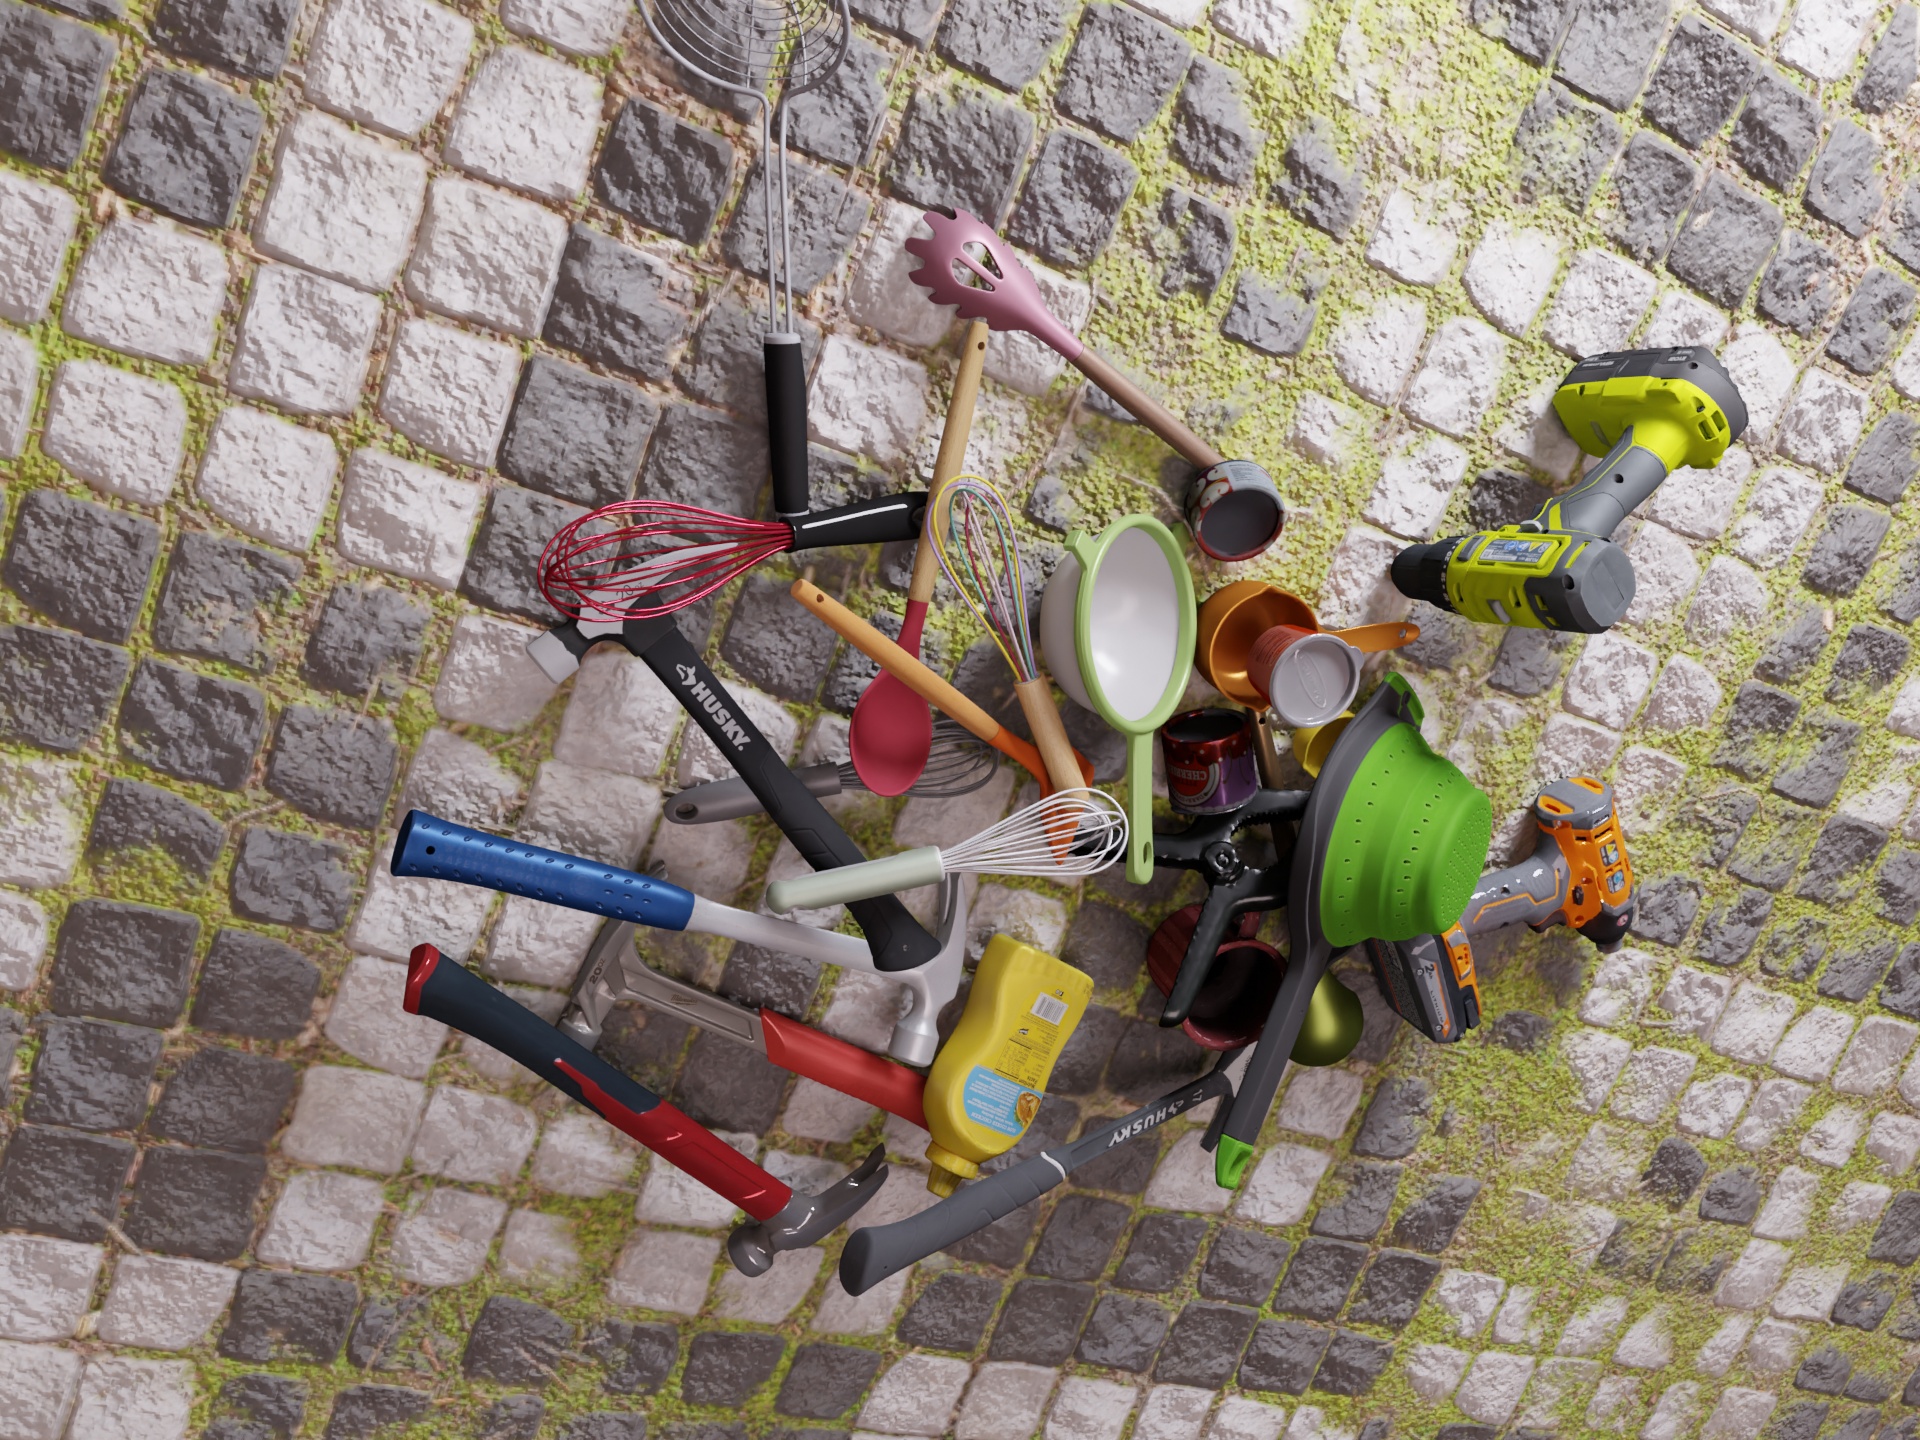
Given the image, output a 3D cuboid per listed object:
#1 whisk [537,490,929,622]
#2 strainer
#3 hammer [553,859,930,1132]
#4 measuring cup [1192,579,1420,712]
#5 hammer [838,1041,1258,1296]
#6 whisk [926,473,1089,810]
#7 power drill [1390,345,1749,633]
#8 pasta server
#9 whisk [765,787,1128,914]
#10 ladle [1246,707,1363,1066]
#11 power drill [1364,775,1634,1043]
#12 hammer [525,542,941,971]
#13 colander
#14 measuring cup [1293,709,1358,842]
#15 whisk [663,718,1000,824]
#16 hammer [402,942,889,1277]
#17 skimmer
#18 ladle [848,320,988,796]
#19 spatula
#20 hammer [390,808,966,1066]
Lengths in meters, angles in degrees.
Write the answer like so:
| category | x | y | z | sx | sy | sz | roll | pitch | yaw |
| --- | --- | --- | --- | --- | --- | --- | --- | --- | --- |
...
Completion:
| category | x | y | z | sx | sy | sz | roll | pitch | yaw |
| --- | --- | --- | --- | --- | --- | --- | --- | --- | --- |
| whisk | -0.126 | -0.112 | 0.992 | 0.295 | 0.073 | 0.073 | -15 | 114 | -35 |
| strainer | 0.102 | -0.014 | 1.108 | 0.151 | 0.069 | 0.256 | -13 | 104 | -52 |
| hammer | -0.107 | 0.236 | 1.167 | 0.358 | 0.037 | 0.149 | 28 | 98 | -24 |
| measuring cup | 0.250 | -0.063 | 1.169 | 0.173 | 0.052 | 0.095 | -7 | 110 | -18 |
| hammer | 0.082 | 0.328 | 1.184 | 0.409 | 0.036 | 0.149 | -15 | 119 | -37 |
| whisk | 0.041 | -0.049 | 1.050 | 0.047 | 0.051 | 0.244 | -42 | 119 | -42 |
| power drill | 0.429 | -0.159 | 1.136 | 0.228 | 0.191 | 0.080 | -48 | 116 | -13 |
| pasta server | 0.094 | -0.234 | 1.074 | 0.316 | 0.040 | 0.060 | 32 | 97 | -29 |
| whisk | -0.007 | 0.092 | 1.049 | 0.246 | 0.057 | 0.059 | -11 | 76 | -10 |
| ladle | 0.259 | 0.132 | 1.252 | 0.078 | 0.062 | 0.320 | -19 | 107 | -13 |
| power drill | 0.451 | 0.166 | 1.298 | 0.226 | 0.084 | 0.164 | -30 | 115 | -10 |
| hammer | -0.122 | 0.035 | 1.051 | 0.146 | 0.035 | 0.334 | -40 | 104 | -10 |
| colander | 0.295 | 0.166 | 1.158 | 0.204 | 0.094 | 0.397 | 35 | 76 | -56 |
| measuring cup | 0.296 | 0.053 | 1.243 | 0.062 | 0.029 | 0.156 | -26 | 126 | -7 |
| whisk | -0.086 | 0.042 | 1.104 | 0.239 | 0.055 | 0.055 | -10 | 112 | -9 |
| hammer | -0.218 | 0.260 | 1.103 | 0.143 | 0.038 | 0.386 | -38 | 122 | 12 |
| skimmer | -0.122 | -0.285 | 0.950 | 0.127 | 0.090 | 0.363 | 6 | 113 | 15 |
| ladle | -0.022 | -0.104 | 1.047 | 0.069 | 0.031 | 0.315 | 5 | 103 | -41 |
| spatula | -0.002 | -0.003 | 1.063 | 0.322 | 0.041 | 0.081 | 37 | 65 | -37 |
| hammer | -0.172 | 0.126 | 1.072 | 0.405 | 0.035 | 0.144 | 19 | 87 | -28 |
